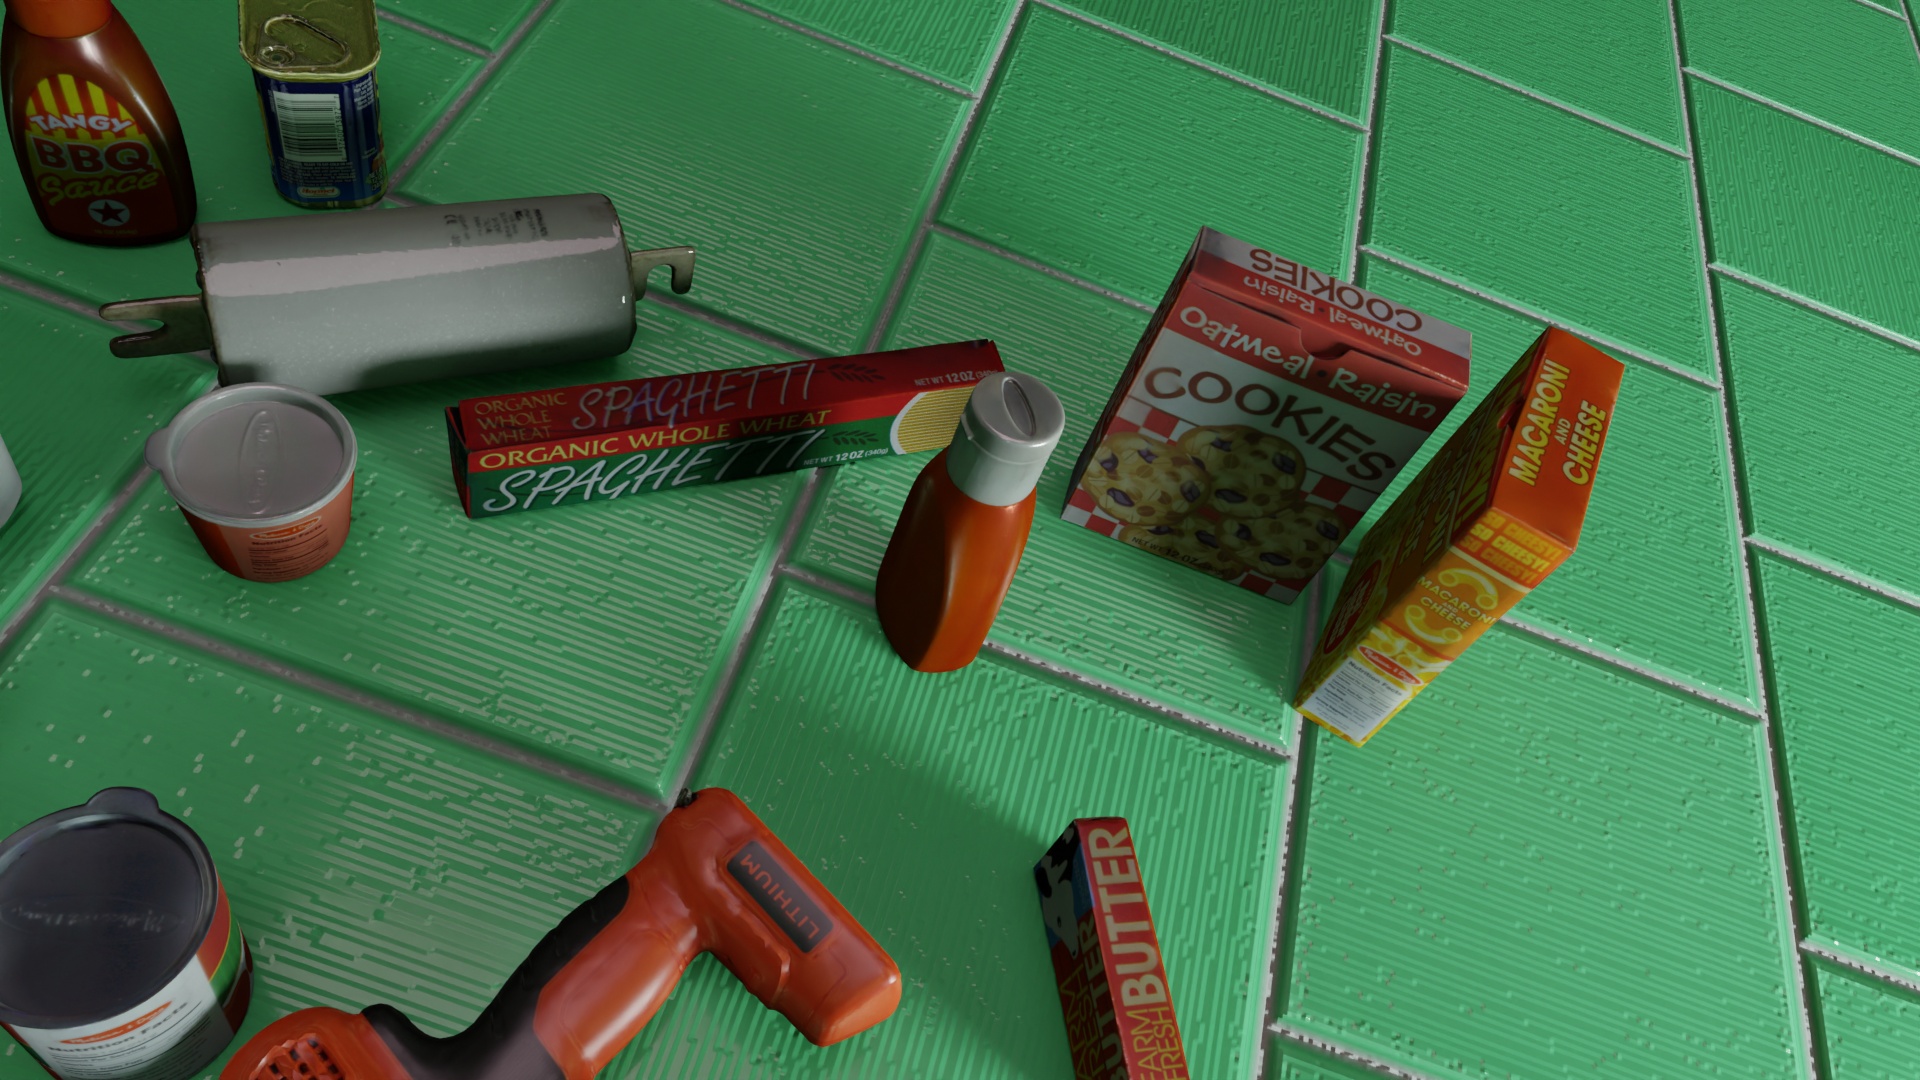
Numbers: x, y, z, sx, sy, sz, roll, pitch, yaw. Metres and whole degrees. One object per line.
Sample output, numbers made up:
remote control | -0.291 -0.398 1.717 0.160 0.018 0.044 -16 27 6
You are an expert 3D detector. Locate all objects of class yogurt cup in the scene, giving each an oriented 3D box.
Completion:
yogurt cup | -0.272 -0.020 0.545 0.072 0.053 0.073 9 53 -12

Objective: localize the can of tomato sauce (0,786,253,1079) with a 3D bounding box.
can of tomato sauce | -0.258 0.126 0.426 0.071 0.082 0.071 9 53 -12

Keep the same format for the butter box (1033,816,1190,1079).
butter box | 0.055 0.161 0.520 0.024 0.052 0.104 1 55 -17

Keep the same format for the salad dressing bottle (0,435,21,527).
salad dressing bottle | -0.371 -0.053 0.478 0.064 0.146 0.044 27 52 2

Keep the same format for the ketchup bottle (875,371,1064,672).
ketchup bottle | 0.002 -0.007 0.563 0.043 0.148 0.065 -6 58 -22

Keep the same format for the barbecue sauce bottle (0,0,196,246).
barbecue sauce bottle | -0.365 -0.190 0.577 0.065 0.147 0.044 -4 57 -20

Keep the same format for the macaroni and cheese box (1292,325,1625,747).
macaroni and cheese box | 0.216 0.002 0.615 0.040 0.165 0.124 31 52 5

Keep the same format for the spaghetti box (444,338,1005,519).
spaghetti box | -0.098 -0.053 0.626 0.251 0.050 0.029 -10 59 -24

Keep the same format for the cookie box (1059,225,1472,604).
cookie box | 0.130 -0.048 0.622 0.123 0.166 0.040 21 52 -3
